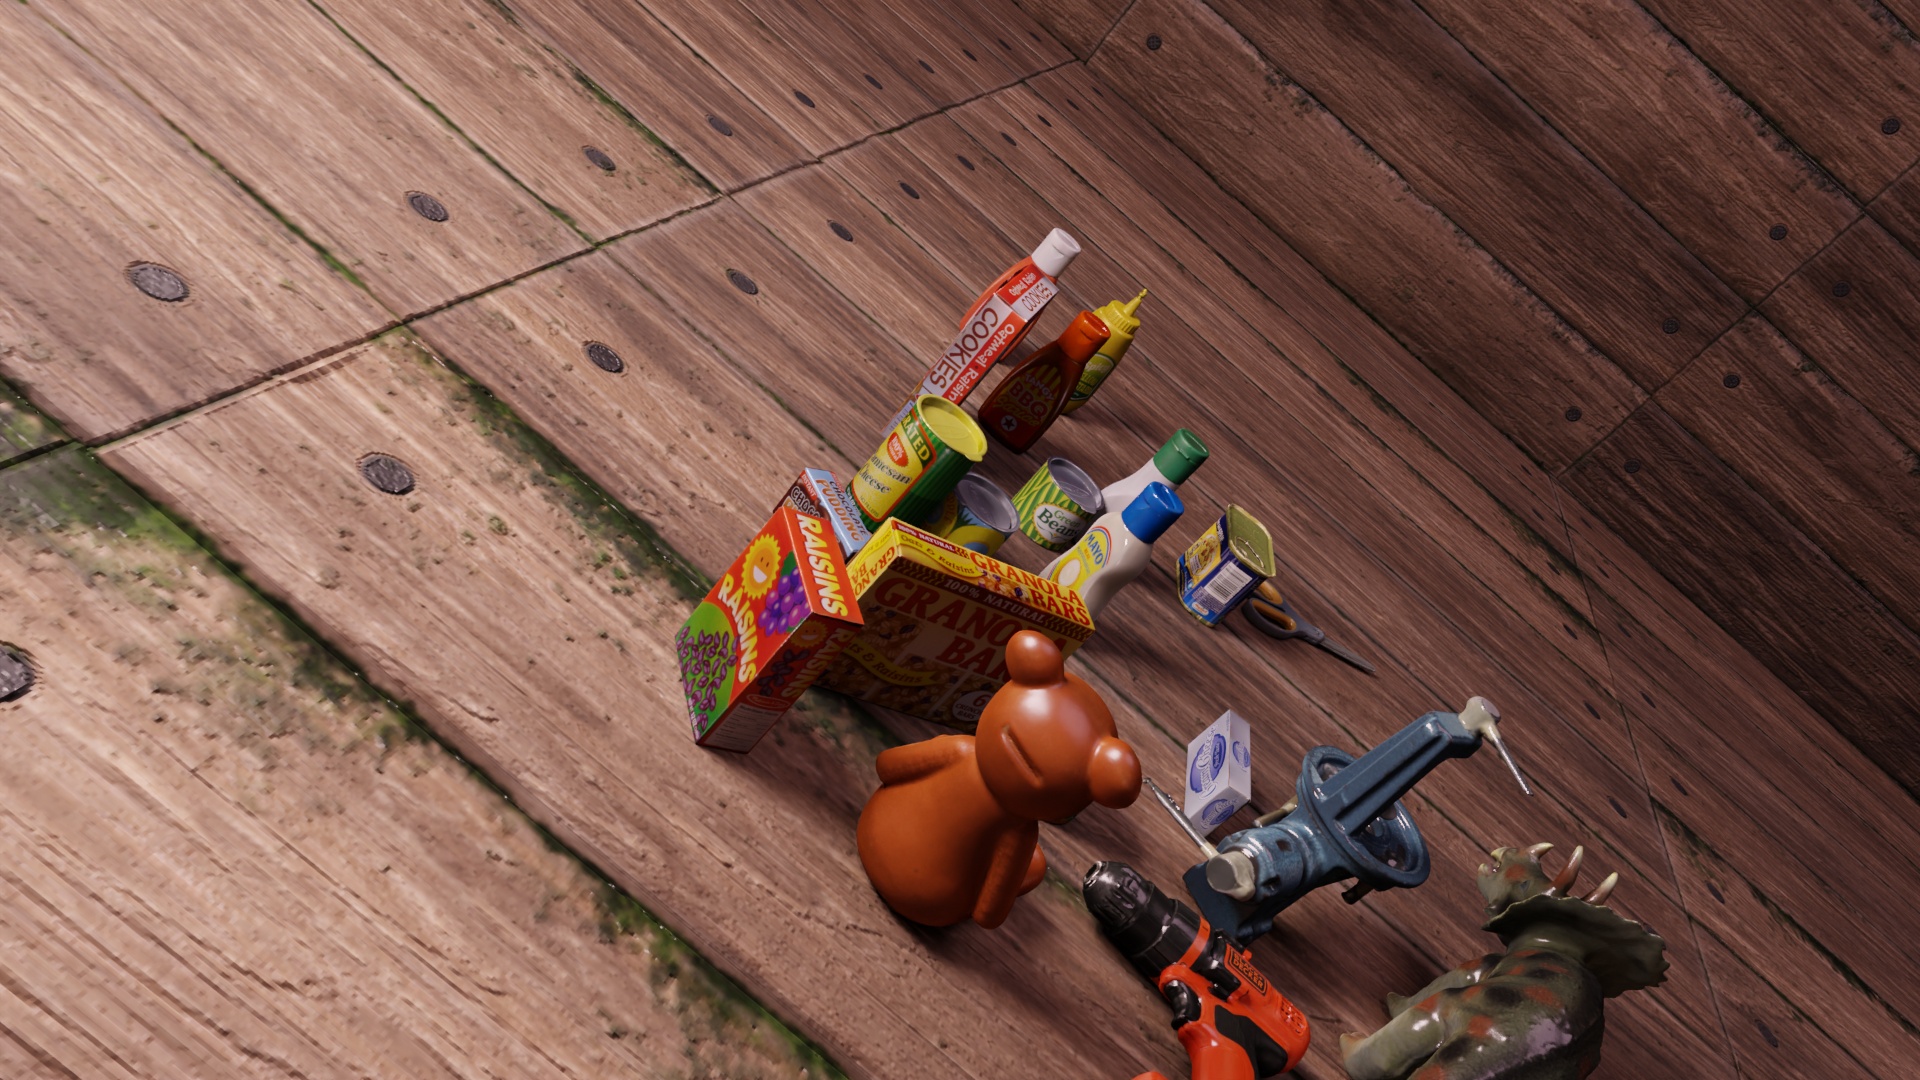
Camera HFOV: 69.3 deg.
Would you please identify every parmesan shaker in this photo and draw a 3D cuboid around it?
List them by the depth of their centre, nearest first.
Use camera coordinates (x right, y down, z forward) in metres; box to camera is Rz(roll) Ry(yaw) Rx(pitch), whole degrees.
[{"bbox_3d":[-0.035,-0.053,1.081,0.071,0.102,0.072,31,29,-20],"label":"parmesan shaker"}]

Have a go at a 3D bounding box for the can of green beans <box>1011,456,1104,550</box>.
[{"bbox_3d":[0.087,-0.033,1.257,0.071,0.057,0.071,31,29,-20],"label":"can of green beans"}]

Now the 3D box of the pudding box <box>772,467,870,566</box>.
[{"bbox_3d":[-0.096,-0.006,0.993,0.030,0.049,0.084,8,43,-48],"label":"pudding box"}]

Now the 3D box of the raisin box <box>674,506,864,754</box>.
[{"bbox_3d":[-0.113,0.053,0.809,0.040,0.123,0.086,19,35,-37],"label":"raisin box"}]

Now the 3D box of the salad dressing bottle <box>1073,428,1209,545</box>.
[{"bbox_3d":[0.166,-0.039,1.271,0.064,0.147,0.044,44,27,3],"label":"salad dressing bottle"}]

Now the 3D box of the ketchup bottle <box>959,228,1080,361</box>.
[{"bbox_3d":[0.066,-0.260,1.454,0.065,0.148,0.044,40,27,-4],"label":"ketchup bottle"}]

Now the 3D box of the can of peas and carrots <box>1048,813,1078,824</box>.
[{"bbox_3d":[0.075,0.157,0.971,0.071,0.058,0.071,31,29,-20],"label":"can of peas and carrots"}]

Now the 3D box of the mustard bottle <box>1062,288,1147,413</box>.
[{"bbox_3d":[0.141,-0.204,1.459,0.065,0.159,0.049,19,35,-38],"label":"mustard bottle"}]

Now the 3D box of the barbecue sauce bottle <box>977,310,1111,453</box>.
[{"bbox_3d":[0.083,-0.154,1.327,0.065,0.148,0.044,42,27,0],"label":"barbecue sauce bottle"}]

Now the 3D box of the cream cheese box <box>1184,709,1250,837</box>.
[{"bbox_3d":[0.204,0.184,1.103,0.024,0.053,0.104,37,28,-9],"label":"cream cheese box"}]

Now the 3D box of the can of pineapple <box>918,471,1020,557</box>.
[{"bbox_3d":[0.004,-0.014,1.124,0.071,0.057,0.071,31,29,-20],"label":"can of pineapple"}]

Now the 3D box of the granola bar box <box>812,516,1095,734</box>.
[{"bbox_3d":[-0.013,0.062,0.924,0.165,0.123,0.039,22,33,-33],"label":"granola bar box"}]

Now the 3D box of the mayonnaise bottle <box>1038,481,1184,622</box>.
[{"bbox_3d":[0.121,0.013,1.138,0.041,0.147,0.065,21,34,-36],"label":"mayonnaise bottle"}]

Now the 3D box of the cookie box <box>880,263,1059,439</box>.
[{"bbox_3d":[0.009,-0.160,1.219,0.040,0.166,0.123,41,27,-3],"label":"cookie box"}]
